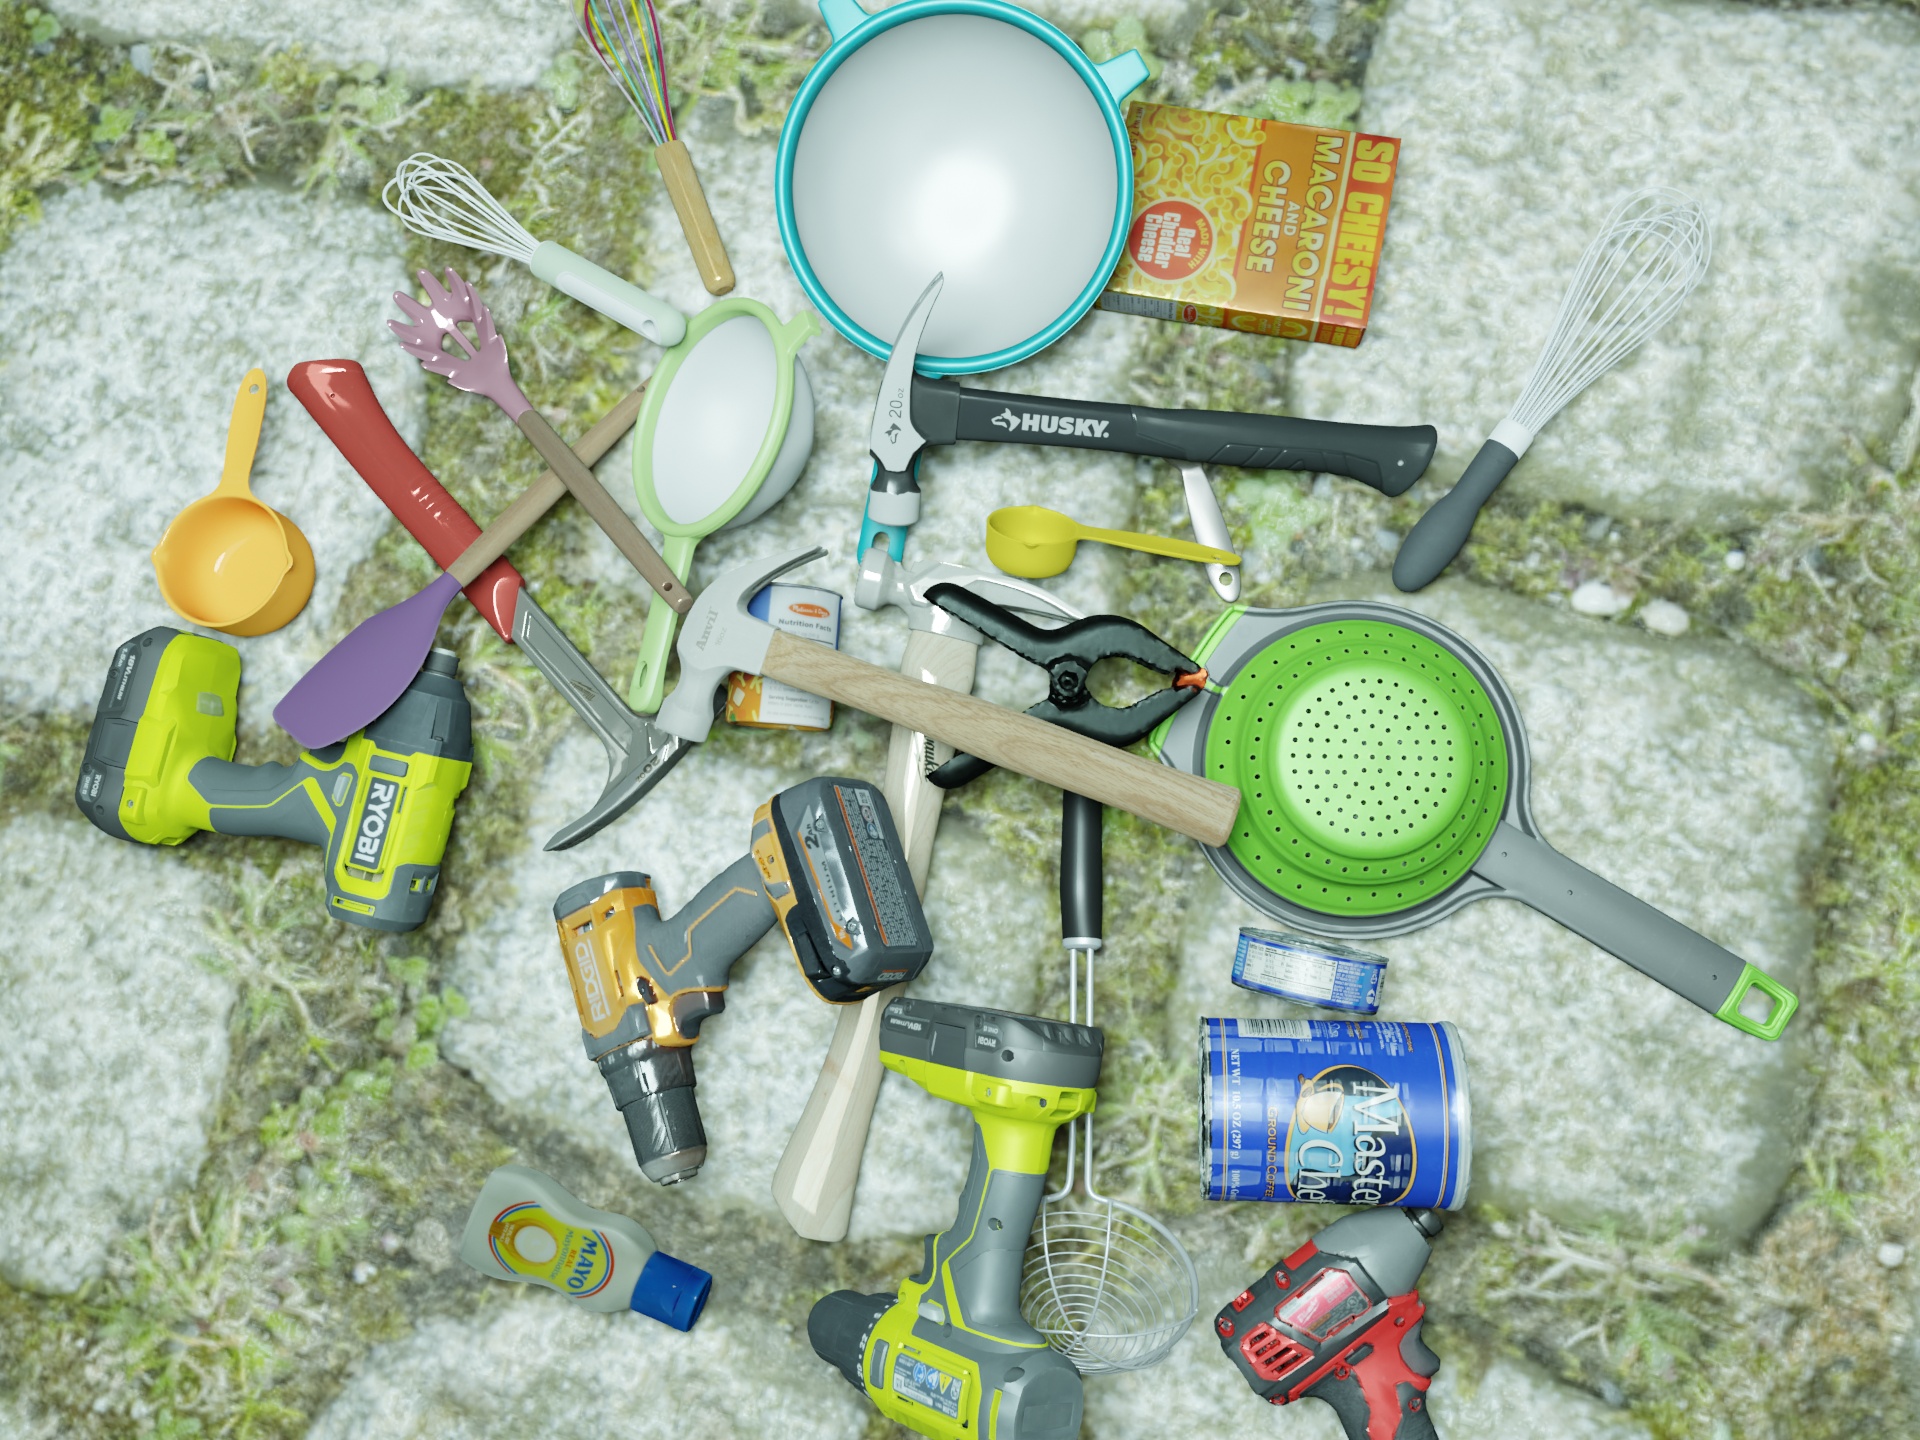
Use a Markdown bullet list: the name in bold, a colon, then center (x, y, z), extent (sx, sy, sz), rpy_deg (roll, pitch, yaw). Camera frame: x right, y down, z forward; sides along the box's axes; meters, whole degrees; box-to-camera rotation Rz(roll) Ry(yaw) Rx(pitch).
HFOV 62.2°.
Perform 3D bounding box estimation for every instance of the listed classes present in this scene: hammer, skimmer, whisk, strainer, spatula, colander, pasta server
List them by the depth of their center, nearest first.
- **colander**: center (0.299, 0.066, 0.901), extent (0.397, 0.094, 0.204), rpy_deg (31, 88, 9)
- **hammer**: center (-0.001, -0.003, 0.904), extent (0.331, 0.031, 0.130), rpy_deg (20, 93, 5)
- **hammer**: center (0.116, -0.176, 0.939), extent (0.334, 0.035, 0.146), rpy_deg (4, 114, -4)
- **whisk**: center (0.346, -0.194, 0.946), extent (0.070, 0.070, 0.284), rpy_deg (37, 94, 9)
- **skimmer**: center (0.076, 0.198, 0.947), extent (0.127, 0.090, 0.363), rpy_deg (-2, 74, 14)
- **hammer**: center (-0.031, 0.109, 0.962), extent (0.146, 0.038, 0.411), rpy_deg (12, 88, -1)
- **strainer**: center (-0.145, -0.125, 0.974), extent (0.152, 0.069, 0.256), rpy_deg (14, 90, 46)
- **spatula**: center (-0.292, -0.103, 0.979), extent (0.060, 0.018, 0.316), rpy_deg (33, 71, 20)
- **pasta server**: center (-0.258, -0.173, 0.980), extent (0.060, 0.040, 0.316), rpy_deg (-42, 64, 0)
- **strainer**: center (-0.014, -0.259, 0.983), extent (0.211, 0.095, 0.340), rpy_deg (13, 107, 3)
- **whisk**: center (-0.271, -0.296, 1.008), extent (0.246, 0.057, 0.059), rpy_deg (31, 51, 18)
- **hammer**: center (-0.315, -0.090, 1.017), extent (0.149, 0.036, 0.359), rpy_deg (-43, 82, 1)
- **whisk**: center (-0.198, -0.390, 1.036), extent (0.047, 0.051, 0.245), rpy_deg (-23, 86, 25)

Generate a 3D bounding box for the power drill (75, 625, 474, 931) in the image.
- **power drill**: center (-0.415, 0.022, 0.986), extent (0.223, 0.080, 0.171), rpy_deg (13, 86, 12)

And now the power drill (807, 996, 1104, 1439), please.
- **power drill**: center (-0.007, 0.275, 0.884), extent (0.191, 0.080, 0.228), rpy_deg (-1, 77, 49)

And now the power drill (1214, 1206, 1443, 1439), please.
- **power drill**: center (0.262, 0.383, 0.886), extent (0.143, 0.078, 0.220), rpy_deg (-39, 79, 1)

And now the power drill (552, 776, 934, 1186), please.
- **power drill**: center (-0.129, 0.150, 0.915), extent (0.226, 0.084, 0.185), rpy_deg (-27, 71, 25)

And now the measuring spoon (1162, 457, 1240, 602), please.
- **measuring spoon**: center (0.150, -0.132, 0.977), extent (0.034, 0.018, 0.124), rpy_deg (-17, 83, 4)

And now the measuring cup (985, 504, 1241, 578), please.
- **measuring cup**: center (0.091, -0.100, 0.969), extent (0.156, 0.062, 0.029), rpy_deg (9, 120, 0)

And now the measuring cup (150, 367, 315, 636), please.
- **measuring cup**: center (-0.459, -0.139, 1.032), extent (0.095, 0.052, 0.174), rpy_deg (3, 78, 7)
